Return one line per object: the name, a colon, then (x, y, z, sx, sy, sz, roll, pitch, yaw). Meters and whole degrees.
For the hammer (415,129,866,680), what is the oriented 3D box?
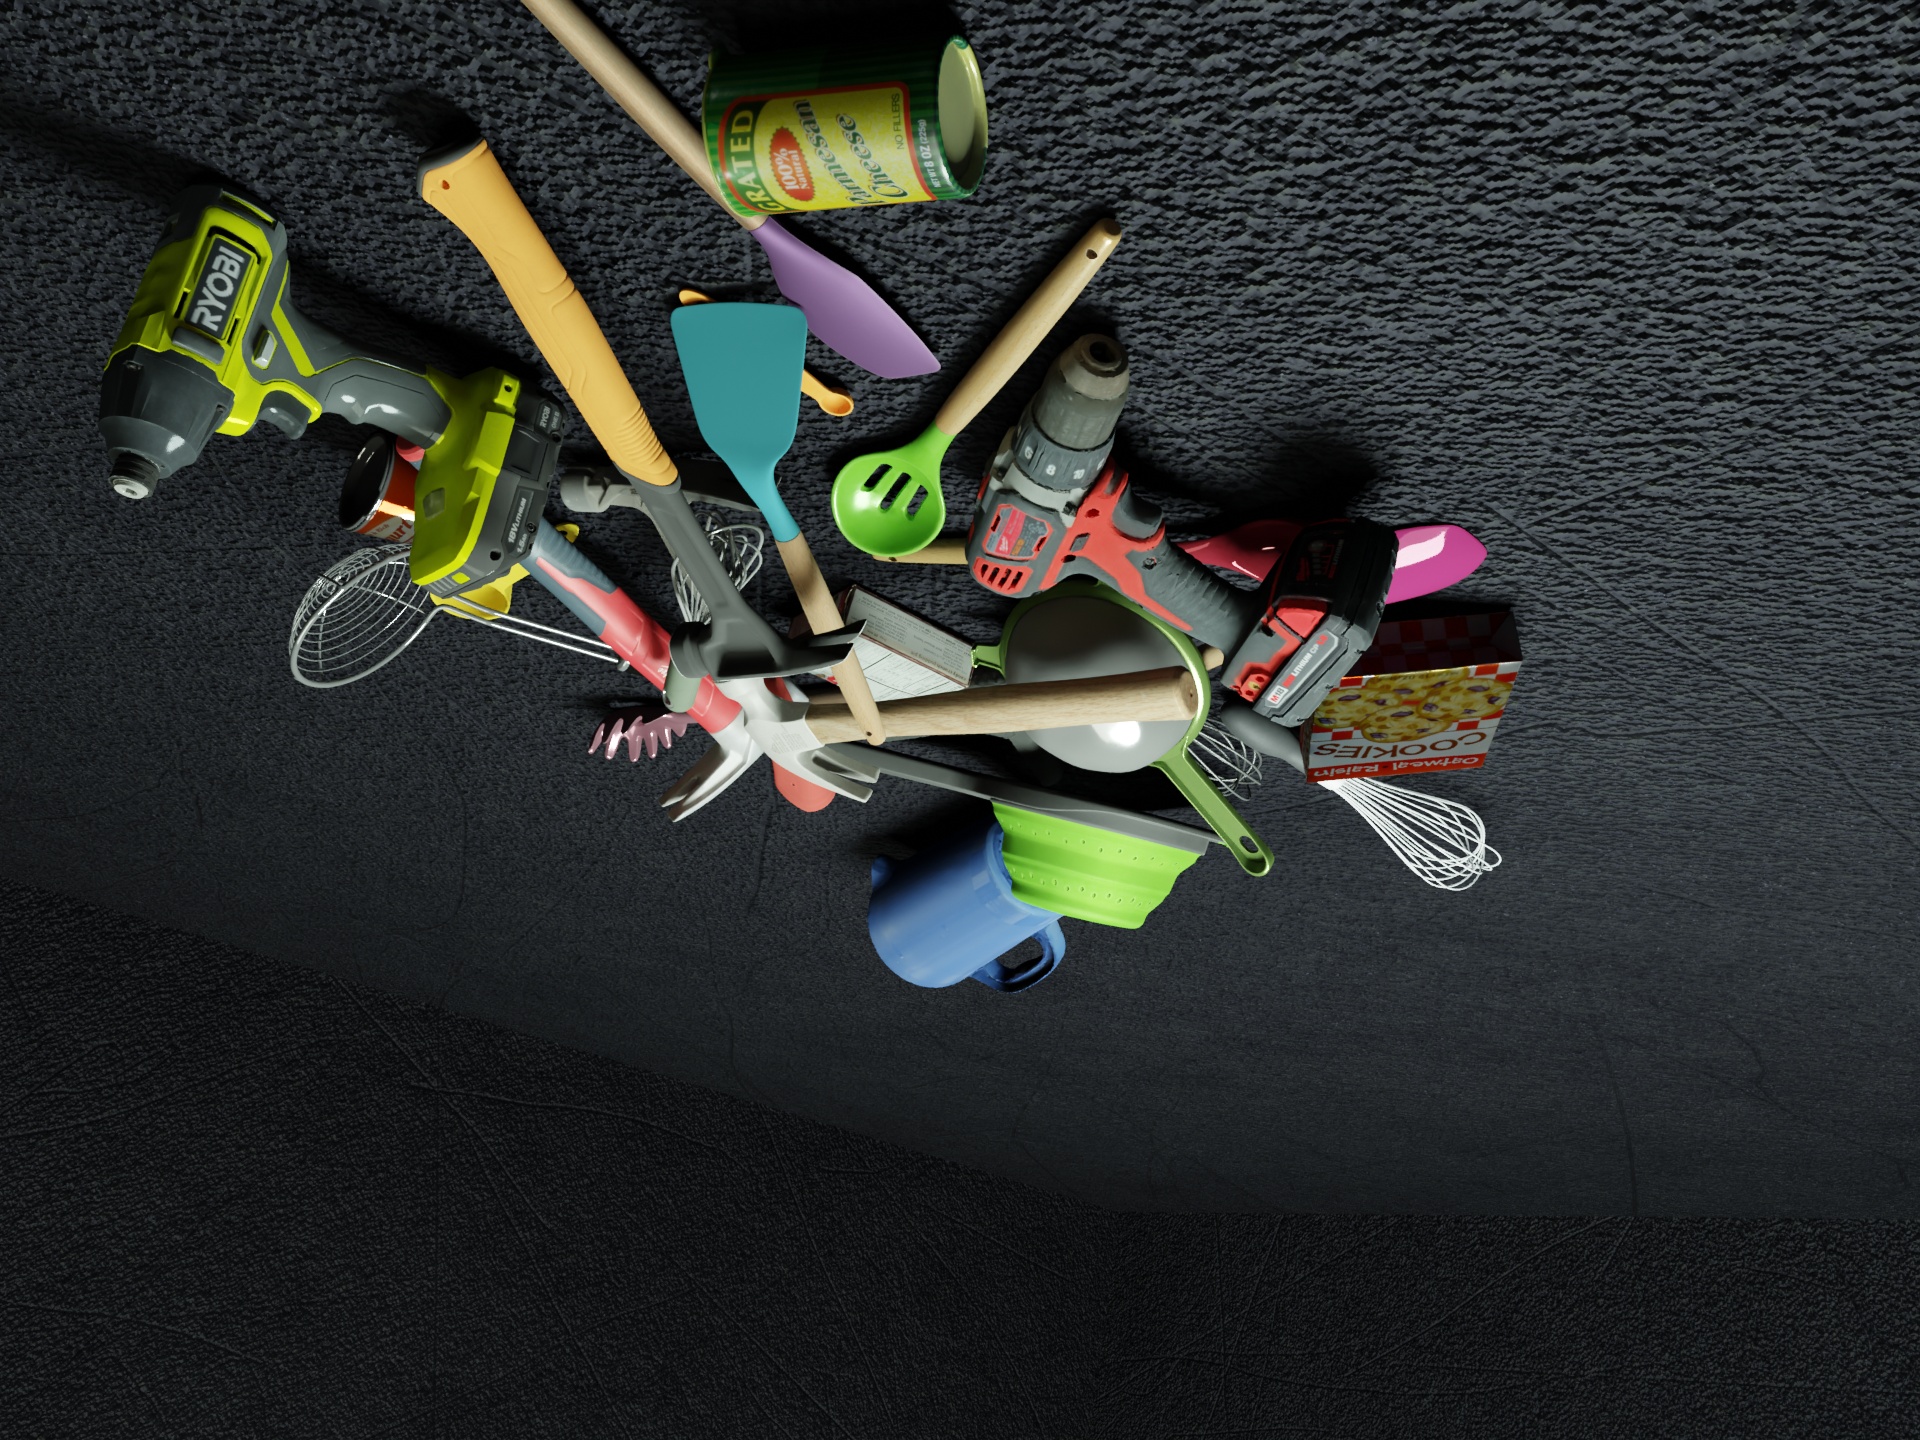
hammer: (-0.172, -0.153, 0.841, 0.127, 0.034, 0.336, -3, 133, 31)

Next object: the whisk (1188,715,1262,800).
whisk: (0.141, -0.005, 1.154, 0.238, 0.055, 0.055, 33, 148, -33)

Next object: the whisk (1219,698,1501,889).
whisk: (0.302, 0.054, 1.204, 0.284, 0.070, 0.070, 29, 151, -24)

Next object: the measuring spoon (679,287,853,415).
measuring spoon: (-0.104, -0.203, 0.868, 0.116, 0.011, 0.021, 32, 146, -32)

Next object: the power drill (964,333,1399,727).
power drill: (0.121, -0.105, 0.873, 0.226, 0.080, 0.187, 25, 147, 0)

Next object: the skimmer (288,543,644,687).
skimmer: (-0.296, -0.042, 1.155, 0.363, 0.090, 0.127, 16, 126, -34)

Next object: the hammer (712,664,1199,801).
hammer: (-0.002, -0.003, 1.032, 0.331, 0.031, 0.129, -4, 136, 33)

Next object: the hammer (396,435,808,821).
hammer: (-0.259, -0.068, 1.114, 0.038, 0.143, 0.385, 44, 177, 42)

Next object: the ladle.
ladle: (0.089, -0.103, 0.981, 0.315, 0.031, 0.069, 3, 146, 22)

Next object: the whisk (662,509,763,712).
whisk: (-0.170, -0.063, 1.034, 0.059, 0.058, 0.246, -19, 163, -24)

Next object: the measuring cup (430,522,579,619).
measuring cup: (-0.323, -0.117, 1.143, 0.156, 0.029, 0.062, -25, 142, 35)

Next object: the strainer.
strainer: (0.119, 0.024, 1.063, 0.256, 0.069, 0.151, 48, 135, -12)

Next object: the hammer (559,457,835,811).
hammer: (-0.144, -0.047, 1.115, 0.149, 0.037, 0.358, 7, 146, 21)

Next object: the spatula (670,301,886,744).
spatula: (-0.087, -0.098, 0.930, 0.082, 0.044, 0.317, 5, 141, 22)

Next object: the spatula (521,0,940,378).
spatula: (-0.113, -0.252, 0.747, 0.060, 0.018, 0.315, 1, 156, 36)

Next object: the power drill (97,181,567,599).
power drill: (-0.340, -0.162, 0.865, 0.223, 0.171, 0.080, 27, 152, -38)

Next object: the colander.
colander: (0.025, 0.093, 1.298, 0.397, 0.094, 0.204, 14, 177, 5)

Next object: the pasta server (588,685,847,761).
pasta server: (-0.182, -0.002, 1.310, 0.316, 0.040, 0.060, -6, 163, 32)

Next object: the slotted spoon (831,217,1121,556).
slotted spoon: (0.006, -0.173, 0.861, 0.070, 0.031, 0.313, 32, 150, -11)

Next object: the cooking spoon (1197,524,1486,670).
cooking spoon: (0.188, -0.054, 1.020, 0.068, 0.017, 0.319, 28, 143, -34)
